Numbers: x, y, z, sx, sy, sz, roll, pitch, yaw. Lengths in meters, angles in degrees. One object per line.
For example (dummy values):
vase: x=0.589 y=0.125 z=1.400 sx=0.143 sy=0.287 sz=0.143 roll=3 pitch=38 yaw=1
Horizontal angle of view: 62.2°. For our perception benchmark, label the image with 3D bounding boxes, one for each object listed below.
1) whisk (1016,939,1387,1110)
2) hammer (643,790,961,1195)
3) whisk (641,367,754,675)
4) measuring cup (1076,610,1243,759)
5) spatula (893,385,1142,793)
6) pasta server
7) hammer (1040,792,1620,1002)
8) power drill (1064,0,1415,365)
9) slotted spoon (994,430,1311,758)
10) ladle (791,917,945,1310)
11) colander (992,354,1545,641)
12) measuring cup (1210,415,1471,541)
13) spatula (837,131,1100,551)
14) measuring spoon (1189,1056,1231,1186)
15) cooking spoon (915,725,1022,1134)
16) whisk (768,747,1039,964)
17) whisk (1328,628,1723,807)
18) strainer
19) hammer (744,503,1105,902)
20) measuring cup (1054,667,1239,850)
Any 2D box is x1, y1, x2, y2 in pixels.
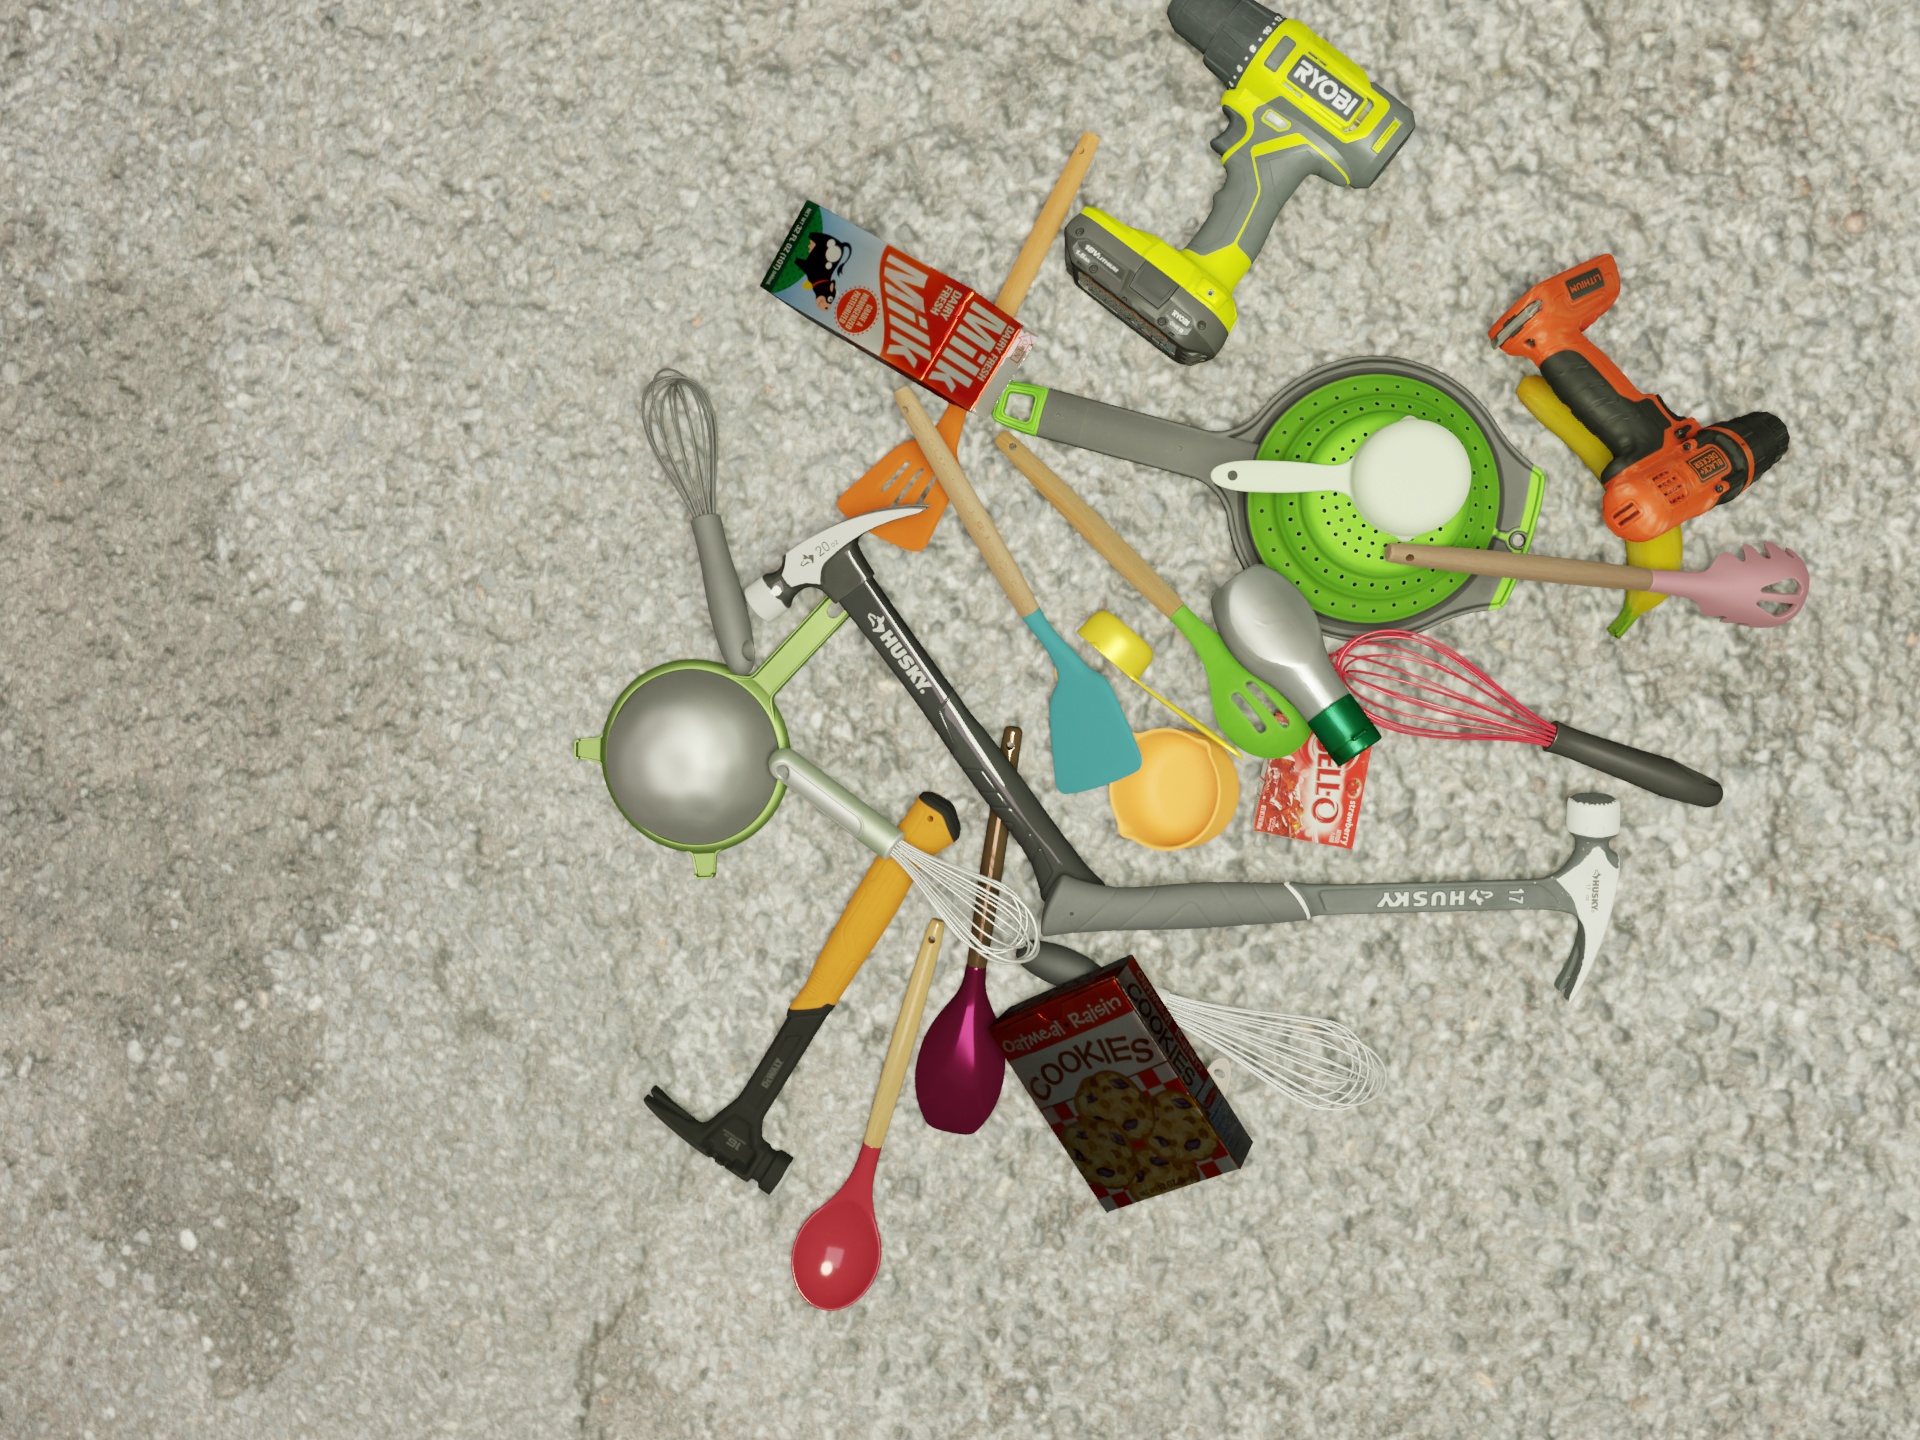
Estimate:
whisk: x=0.174 y=0.220 z=1.176 sx=0.284 sy=0.070 sz=0.070 roll=19 pitch=97 yaw=10
hammer: x=-0.109 y=0.196 z=1.218 sx=0.127 sy=0.034 sz=0.337 roll=33 pitch=98 yaw=2
whisk: x=-0.189 y=-0.147 z=1.174 sx=0.055 sy=0.055 sz=0.239 roll=-16 pitch=82 yaw=8
measuring cup: x=0.148 y=-0.027 z=1.134 sx=0.157 sy=0.062 sz=0.029 roll=40 pitch=94 yaw=26
spatula: x=0.033 y=-0.096 z=1.140 sx=0.082 sy=0.044 sz=0.317 roll=-21 pitch=105 yaw=43
pasta server: x=0.435 y=-0.100 z=1.075 sx=0.316 sy=0.040 sz=0.060 roll=5 pitch=110 yaw=-9
hammer: x=0.261 y=0.133 z=1.138 sx=0.409 sy=0.036 sz=0.149 roll=-2 pitch=103 yaw=2
power drill: x=0.175 y=-0.385 z=1.111 sx=0.190 sy=0.080 sz=0.228 roll=38 pitch=96 yaw=3
slotted spoon: x=0.136 y=-0.095 z=1.143 sx=0.070 sy=0.031 sz=0.314 roll=-44 pitch=83 yaw=-2
ladle: x=-0.062 y=0.302 z=1.225 sx=0.069 sy=0.031 sz=0.315 roll=17 pitch=95 yaw=5
colander: x=0.212 y=-0.177 z=1.113 sx=0.397 sy=0.094 sz=0.204 roll=16 pitch=97 yaw=5
measuring cup: x=0.249 y=-0.160 z=1.040 sx=0.167 sy=0.038 sz=0.083 roll=2 pitch=95 yaw=4
spatula: x=0.017 y=-0.276 z=1.152 sx=0.081 sy=0.041 sz=0.322 roll=32 pitch=101 yaw=21
measuring spoon: x=0.180 y=0.295 z=1.180 sx=0.034 sy=0.018 sz=0.124 roll=24 pitch=119 yaw=17
cooking spoon: x=0.016 y=0.161 z=1.206 sx=0.069 sy=0.017 sz=0.319 roll=9 pitch=96 yaw=7
whisk: x=-0.043 y=0.097 z=1.162 sx=0.246 sy=0.059 sz=0.057 roll=36 pitch=125 yaw=11
whisk: x=0.399 y=0.004 z=1.125 sx=0.296 sy=0.073 sz=0.073 roll=20 pitch=97 yaw=0
strainer: x=-0.171 y=-0.007 z=1.190 sx=0.151 sy=0.069 sz=0.256 roll=45 pitch=100 yaw=2
hammer: x=-0.002 y=-0.004 z=1.155 sx=0.146 sy=0.035 sz=0.334 roll=-35 pitch=96 yaw=16
measuring cup: x=0.134 y=0.020 z=1.169 sx=0.095 sy=0.052 sz=0.174 roll=-50 pitch=62 yaw=22
